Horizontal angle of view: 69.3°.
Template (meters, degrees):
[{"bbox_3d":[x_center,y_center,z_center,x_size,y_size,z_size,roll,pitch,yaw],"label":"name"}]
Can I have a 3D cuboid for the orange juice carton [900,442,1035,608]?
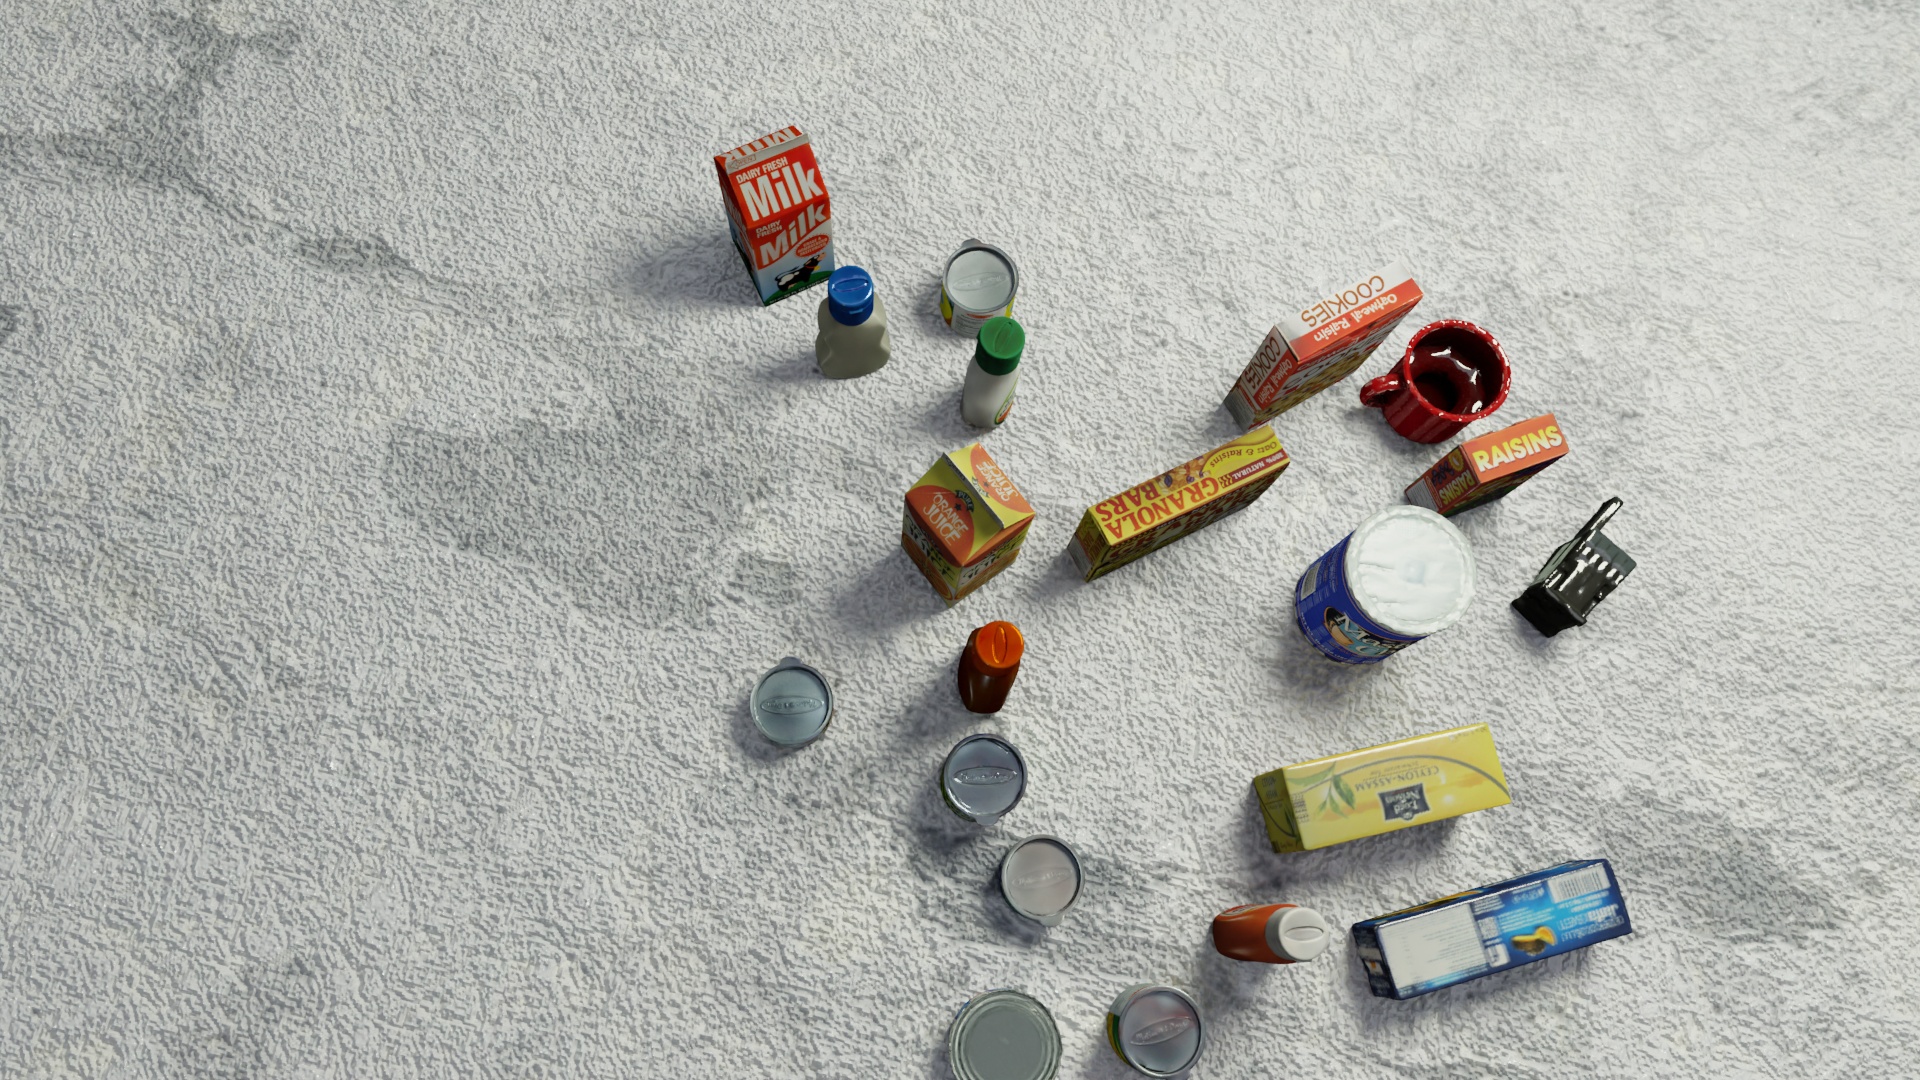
[{"bbox_3d":[0.004,-0.014,1.087,0.073,0.192,0.072,-36,80,-12],"label":"orange juice carton"}]

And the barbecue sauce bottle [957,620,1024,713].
[{"bbox_3d":[0.023,0.094,1.080,0.044,0.148,0.065,2,75,-3],"label":"barbecue sauce bottle"}]

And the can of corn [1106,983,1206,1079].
[{"bbox_3d":[0.149,0.374,1.057,0.071,0.058,0.071,1,75,-4],"label":"can of corn"}]

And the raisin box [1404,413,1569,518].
[{"bbox_3d":[0.439,-0.059,1.165,0.086,0.123,0.040,-18,77,-8],"label":"raisin box"}]

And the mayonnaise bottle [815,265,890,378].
[{"bbox_3d":[-0.090,-0.180,1.150,0.065,0.147,0.041,-13,76,-7],"label":"mayonnaise bottle"}]

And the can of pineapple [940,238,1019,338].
[{"bbox_3d":[0.016,-0.219,1.215,0.071,0.057,0.071,1,75,-4],"label":"can of pineapple"}]

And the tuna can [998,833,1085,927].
[{"bbox_3d":[0.064,0.268,1.094,0.071,0.032,0.071,1,74,-4],"label":"tuna can"}]

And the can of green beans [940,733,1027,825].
[{"bbox_3d":[0.018,0.189,1.100,0.071,0.057,0.071,1,75,-4],"label":"can of green beans"}]

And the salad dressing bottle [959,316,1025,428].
[{"bbox_3d":[0.027,-0.139,1.147,0.044,0.147,0.064,23,75,3],"label":"salad dressing bottle"}]

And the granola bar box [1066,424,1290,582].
[{"bbox_3d":[0.176,-0.027,1.138,0.166,0.124,0.039,-25,78,-10],"label":"granola bar box"}]

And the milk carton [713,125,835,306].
[{"bbox_3d":[-0.153,-0.275,1.151,0.072,0.190,0.073,-25,78,-10],"label":"milk carton"}]

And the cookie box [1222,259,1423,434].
[{"bbox_3d":[0.299,-0.158,1.160,0.123,0.167,0.040,-29,79,-11],"label":"cookie box"}]

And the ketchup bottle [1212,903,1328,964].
[{"bbox_3d":[0.235,0.294,1.039,0.065,0.148,0.043,-4,75,-5],"label":"ketchup bottle"}]

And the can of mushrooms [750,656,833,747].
[{"bbox_3d":[-0.135,0.131,1.119,0.071,0.033,0.071,1,74,-4],"label":"can of mushrooms"}]
